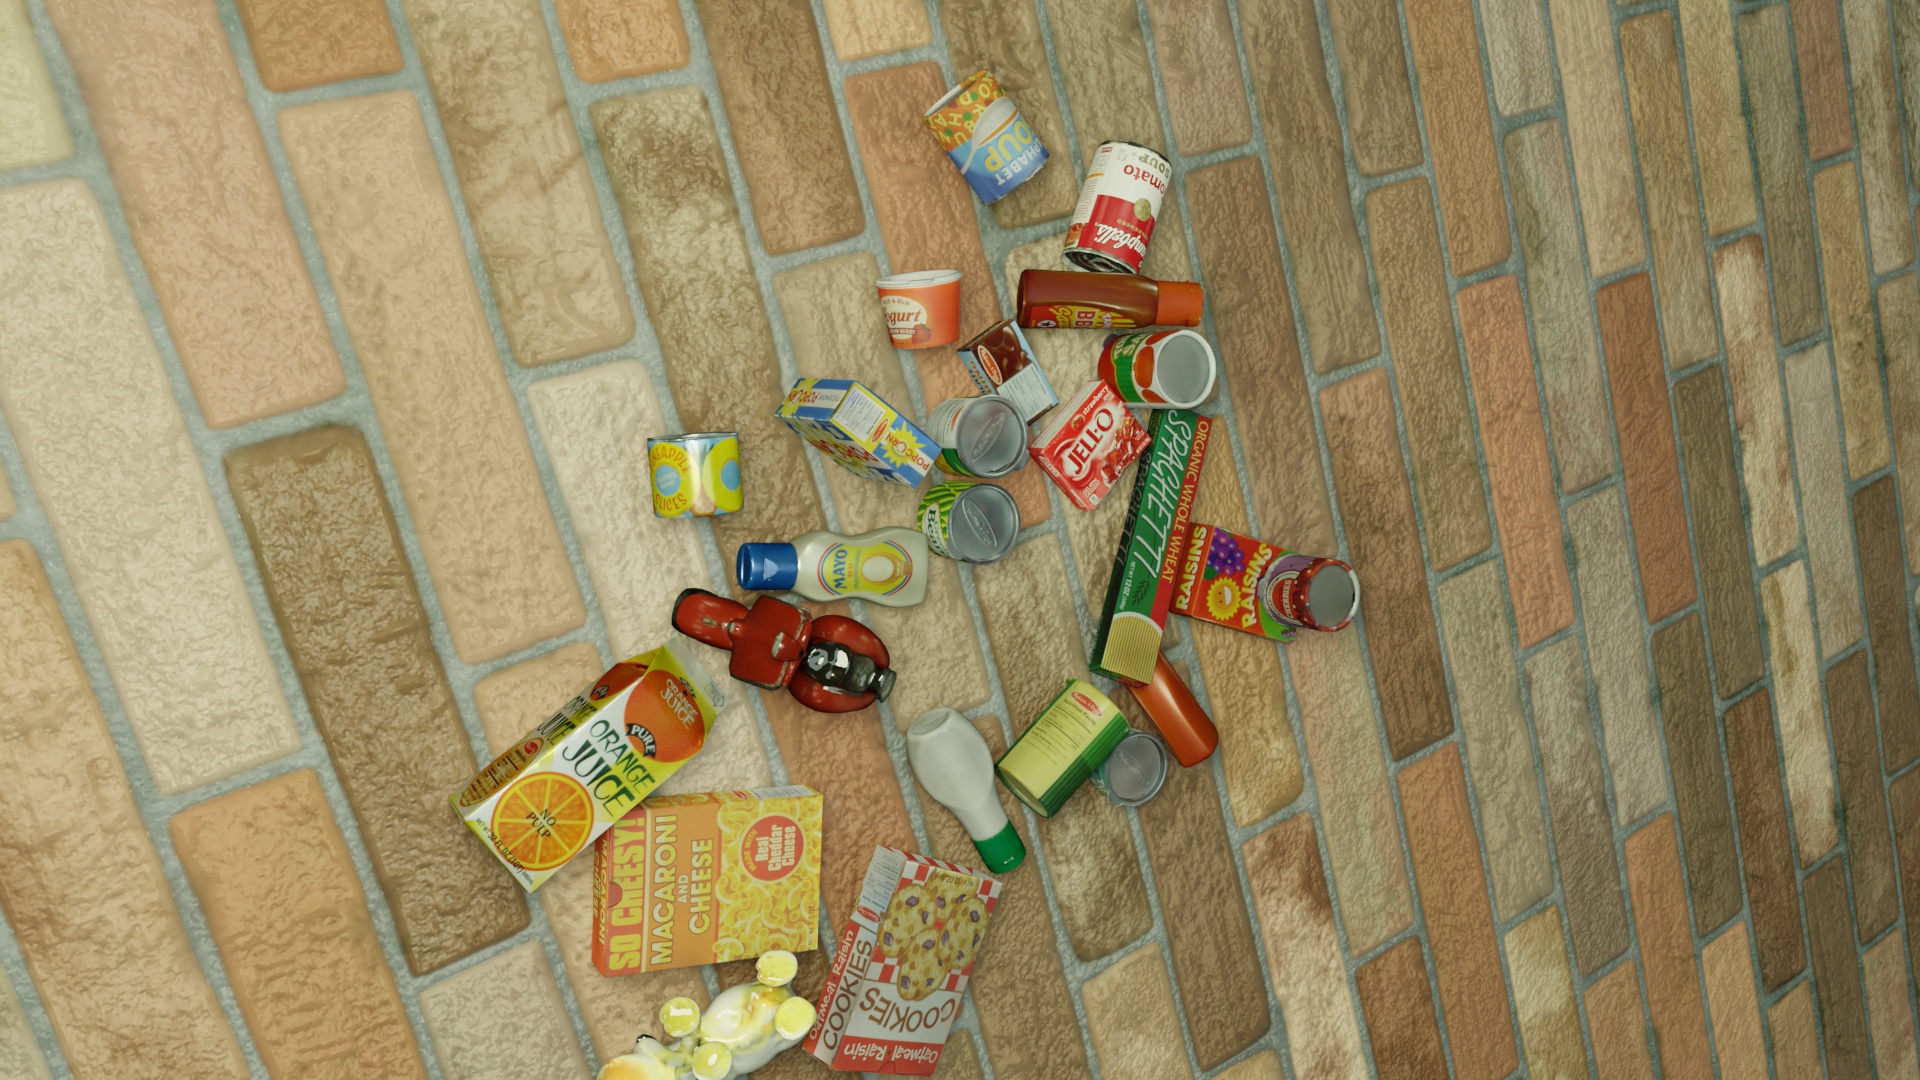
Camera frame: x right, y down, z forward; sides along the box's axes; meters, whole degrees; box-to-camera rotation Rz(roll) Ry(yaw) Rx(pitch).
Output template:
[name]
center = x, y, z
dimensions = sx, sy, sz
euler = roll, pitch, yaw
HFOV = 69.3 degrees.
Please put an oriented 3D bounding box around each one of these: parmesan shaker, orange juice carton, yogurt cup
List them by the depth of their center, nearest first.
[orange juice carton]
center = -0.257, 0.152, 0.988
dimensions = 0.193, 0.073, 0.071
euler = -40, 111, -20
[yogurt cup]
center = -0.030, -0.181, 1.089
dimensions = 0.072, 0.072, 0.053
euler = -15, 109, -26
[parmesan shaker]
center = 0.084, 0.175, 1.175
dimensions = 0.103, 0.071, 0.071
euler = -45, 112, -16

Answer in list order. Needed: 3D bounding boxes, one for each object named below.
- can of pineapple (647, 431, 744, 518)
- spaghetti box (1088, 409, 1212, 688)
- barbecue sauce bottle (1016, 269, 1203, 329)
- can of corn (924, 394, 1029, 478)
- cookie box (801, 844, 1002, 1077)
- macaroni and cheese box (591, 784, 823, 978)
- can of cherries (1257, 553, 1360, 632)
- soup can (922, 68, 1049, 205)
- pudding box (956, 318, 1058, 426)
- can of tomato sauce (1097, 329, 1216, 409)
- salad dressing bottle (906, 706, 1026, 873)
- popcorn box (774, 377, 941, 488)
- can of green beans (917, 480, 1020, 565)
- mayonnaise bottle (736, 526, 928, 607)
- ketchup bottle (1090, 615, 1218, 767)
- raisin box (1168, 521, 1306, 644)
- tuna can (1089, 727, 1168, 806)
[can of pineapple]
center = -0.193, -0.048, 1.010
dimensions = 0.071, 0.071, 0.057
euler = -7, 98, -27
[spaghetti box]
center = 0.165, 0.000, 1.195
dimensions = 0.050, 0.028, 0.250
euler = 20, 74, -16
[barbecue sauce bottle]
center = 0.122, -0.196, 1.137
dimensions = 0.149, 0.064, 0.044
euler = 1, 78, -3
[can of corn]
center = 0.014, -0.082, 1.121
dimensions = 0.071, 0.058, 0.071
euler = -2, 95, -28
[cookie box]
center = -0.044, 0.339, 1.113
dimensions = 0.123, 0.040, 0.167
euler = 27, 80, -45
[macaroni and cheese box]
center = -0.189, 0.254, 1.050
dimensions = 0.167, 0.040, 0.123
euler = 1, 93, -28
[can of cherries]
center = 0.311, 0.047, 1.241
dimensions = 0.071, 0.058, 0.071
euler = -3, 95, -28
[soup can]
center = 0.022, -0.320, 1.100
dimensions = 0.071, 0.071, 0.083
euler = -46, 112, -17
[pudding box]
center = 0.040, -0.136, 1.146
dimensions = 0.050, 0.030, 0.083
euler = -38, 109, -19
[can of tomato sauce]
center = 0.166, -0.146, 1.181
dimensions = 0.071, 0.083, 0.071
euler = -3, 96, -28
[salad dressing bottle]
center = 0.007, 0.208, 1.148
dimensions = 0.064, 0.044, 0.147
euler = -30, 109, -8
[popcorn box]
center = -0.078, -0.082, 1.035
dimensions = 0.085, 0.127, 0.038
euler = 37, 81, -25
[can of green beans]
center = 0.006, -0.015, 1.122
dimensions = 0.071, 0.058, 0.071
euler = -3, 95, -28
[mayonnaise bottle]
center = -0.098, 0.021, 1.079
dimensions = 0.148, 0.041, 0.064
euler = 1, 95, -28
[ketchup bottle]
center = 0.170, 0.126, 1.219
dimensions = 0.043, 0.065, 0.148
euler = -32, 102, 16
[raisin box]
center = 0.256, 0.039, 1.268
dimensions = 0.123, 0.040, 0.086
euler = 16, 87, -29
[tuna can]
center = 0.146, 0.200, 1.225
dimensions = 0.071, 0.033, 0.071
euler = -2, 95, -27
